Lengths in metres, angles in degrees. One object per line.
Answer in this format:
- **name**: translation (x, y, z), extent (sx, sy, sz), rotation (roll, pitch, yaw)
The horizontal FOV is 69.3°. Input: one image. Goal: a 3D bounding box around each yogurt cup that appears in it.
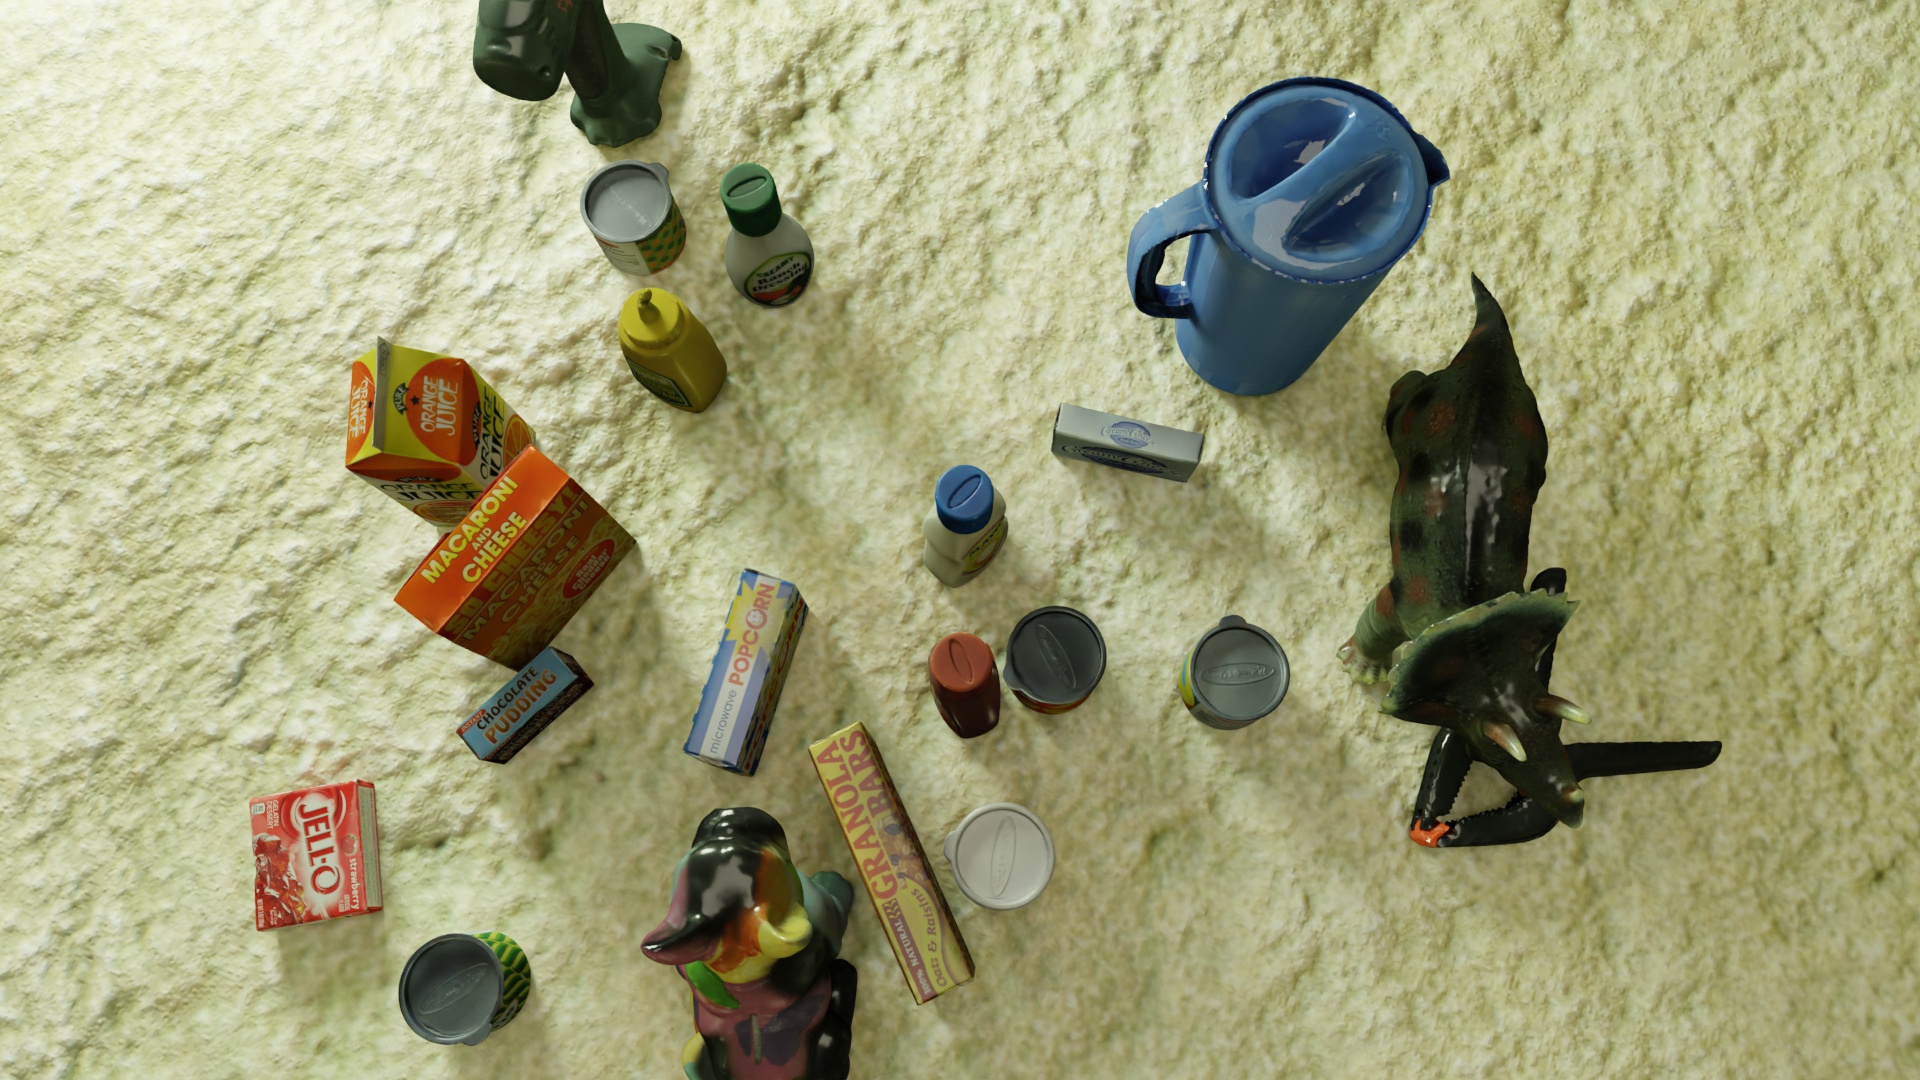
- **yogurt cup**: translation (0.027, 0.207, 0.909), extent (0.072, 0.054, 0.072), rotation (0, 76, 1)

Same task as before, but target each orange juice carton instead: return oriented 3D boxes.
- **orange juice carton**: translation (-0.344, -0.066, 0.912), extent (0.073, 0.192, 0.072), rotation (-2, 76, 0)

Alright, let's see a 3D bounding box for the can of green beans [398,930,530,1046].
- **can of green beans**: translation (-0.316, 0.285, 0.890), extent (0.071, 0.057, 0.071), rotation (0, 76, 1)

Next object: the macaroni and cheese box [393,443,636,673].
- **macaroni and cheese box**: translation (-0.284, 0.017, 0.903), extent (0.040, 0.166, 0.124), rotation (36, 79, 9)

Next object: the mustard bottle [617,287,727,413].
- **mustard bottle**: translation (-0.202, -0.135, 0.945), extent (0.065, 0.160, 0.049), rotation (26, 78, 7)

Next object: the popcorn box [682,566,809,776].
- **popcorn box**: translation (-0.141, 0.090, 0.925), extent (0.038, 0.085, 0.127), rotation (15, 76, 4)

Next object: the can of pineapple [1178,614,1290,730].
- **can of pineapple**: translation (0.183, 0.091, 0.936), extent (0.071, 0.057, 0.071), rotation (0, 76, 1)

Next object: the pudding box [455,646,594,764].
- **pudding box**: translation (-0.293, 0.112, 0.939), extent (0.084, 0.049, 0.030), rotation (-42, 79, -9)

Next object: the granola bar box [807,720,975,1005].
- **granola bar box**: translation (-0.042, 0.203, 0.874), extent (0.039, 0.124, 0.166), rotation (-24, 77, -5)

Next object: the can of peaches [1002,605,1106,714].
- **can of peaches**: translation (0.061, 0.083, 0.939), extent (0.071, 0.058, 0.071), rotation (0, 76, 1)

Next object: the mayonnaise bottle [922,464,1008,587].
- **mayonnaise bottle**: translation (0.003, -0.012, 0.917), extent (0.041, 0.147, 0.065), rotation (43, 80, 10)

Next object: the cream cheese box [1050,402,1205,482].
- **cream cheese box**: translation (0.117, -0.068, 0.979), extent (0.104, 0.053, 0.024), rotation (13, 77, 4)

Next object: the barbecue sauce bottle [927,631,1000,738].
- **barbecue sauce bottle**: translation (0.002, 0.089, 0.891), extent (0.044, 0.148, 0.065), rotation (-22, 77, -5)

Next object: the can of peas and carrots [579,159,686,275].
- **can of peas and carrots**: translation (-0.238, -0.239, 1.024), extent (0.071, 0.058, 0.071), rotation (0, 76, 1)

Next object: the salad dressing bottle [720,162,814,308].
- **salad dressing bottle**: translation (-0.138, -0.212, 0.971), extent (0.064, 0.147, 0.044), rotation (-26, 77, -6)
